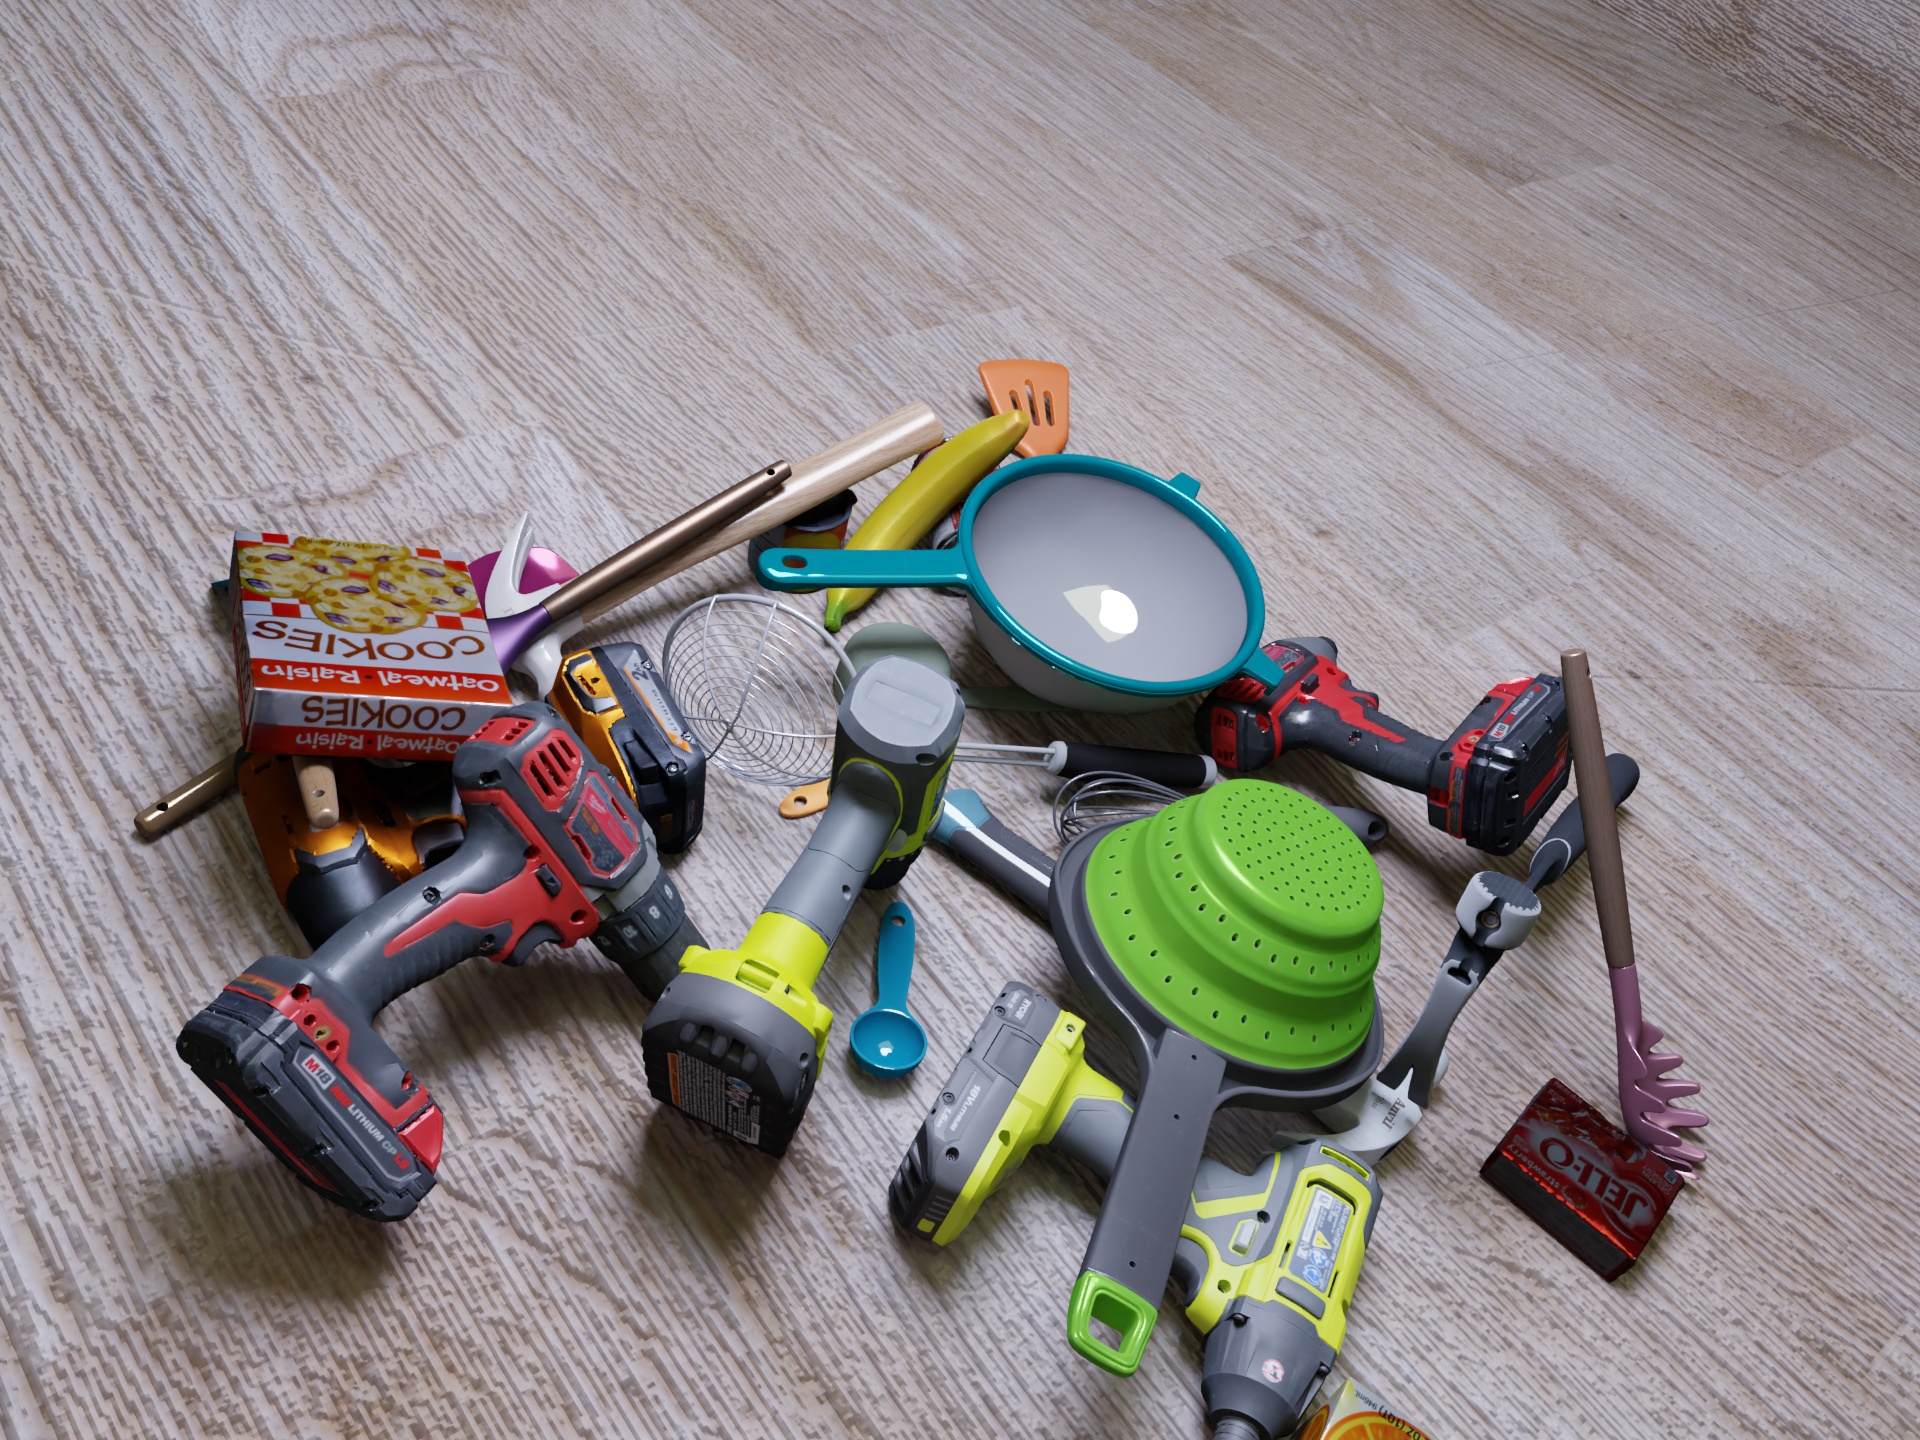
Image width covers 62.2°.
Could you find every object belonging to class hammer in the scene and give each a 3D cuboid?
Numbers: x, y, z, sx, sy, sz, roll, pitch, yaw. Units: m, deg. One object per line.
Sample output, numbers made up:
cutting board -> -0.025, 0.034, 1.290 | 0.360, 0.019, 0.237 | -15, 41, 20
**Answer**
hammer -> 0.353, 0.098, 0.969 | 0.036, 0.149, 0.409 | 31, 30, 23
hammer -> -0.154, -0.129, 1.035 | 0.331, 0.031, 0.130 | -32, 71, -21
hammer -> 0.115, 0.141, 0.924 | 0.331, 0.033, 0.128 | 35, 45, 17

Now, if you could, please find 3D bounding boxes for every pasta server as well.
pasta server -> 0.374, 0.111, 0.891 | 0.040, 0.316, 0.060 | -4, 16, 36

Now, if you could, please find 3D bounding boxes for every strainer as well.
strainer -> 0.029, -0.072, 1.039 | 0.340, 0.095, 0.211 | -1, 52, -20

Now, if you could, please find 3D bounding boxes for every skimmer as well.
skimmer -> -0.002, -0.003, 0.982 | 0.363, 0.127, 0.090 | 5, 44, -29

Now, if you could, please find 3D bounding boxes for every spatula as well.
spatula -> -0.364, -0.029, 0.874 | 0.082, 0.044, 0.318 | -13, 37, -20
spatula -> 0.091, -0.163, 1.212 | 0.081, 0.041, 0.323 | -3, 49, -21
spatula -> -0.233, -0.080, 0.970 | 0.316, 0.018, 0.060 | -35, 77, -21

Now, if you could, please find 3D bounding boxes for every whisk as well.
whisk -> 0.170, 0.063, 1.010 | 0.239, 0.055, 0.055 | 4, 45, -20

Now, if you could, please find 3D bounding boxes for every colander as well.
colander -> 0.132, 0.139, 0.787 | 0.204, 0.094, 0.397 | 29, 36, 2

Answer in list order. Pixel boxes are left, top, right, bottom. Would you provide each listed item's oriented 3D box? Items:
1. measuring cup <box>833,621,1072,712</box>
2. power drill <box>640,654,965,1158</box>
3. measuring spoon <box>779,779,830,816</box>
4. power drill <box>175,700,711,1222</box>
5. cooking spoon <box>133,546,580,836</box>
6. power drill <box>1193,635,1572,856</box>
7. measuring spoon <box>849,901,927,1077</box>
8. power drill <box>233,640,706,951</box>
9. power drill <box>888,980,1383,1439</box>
measuring cup -> 0.001, -0.028, 1.051 | 0.167, 0.038, 0.083 | 4, 45, -12
power drill -> -0.072, 0.100, 0.820 | 0.080, 0.190, 0.229 | 24, 58, 6
measuring spoon -> -0.065, 0.032, 0.989 | 0.117, 0.011, 0.021 | -26, 59, -36
power drill -> -0.225, 0.126, 0.760 | 0.080, 0.187, 0.227 | 1, 40, 44
cooking spoon -> -0.348, -0.023, 0.950 | 0.069, 0.017, 0.319 | 42, 48, 6
power drill -> 0.280, 0.001, 1.047 | 0.220, 0.078, 0.143 | 18, 38, 35
measuring spoon -> -0.039, 0.150, 0.882 | 0.042, 0.021, 0.129 | 11, 35, -6
power drill -> -0.257, 0.051, 0.864 | 0.226, 0.084, 0.164 | -17, 54, -26
power drill -> 0.086, 0.243, 0.784 | 0.223, 0.080, 0.171 | 30, 44, 8
